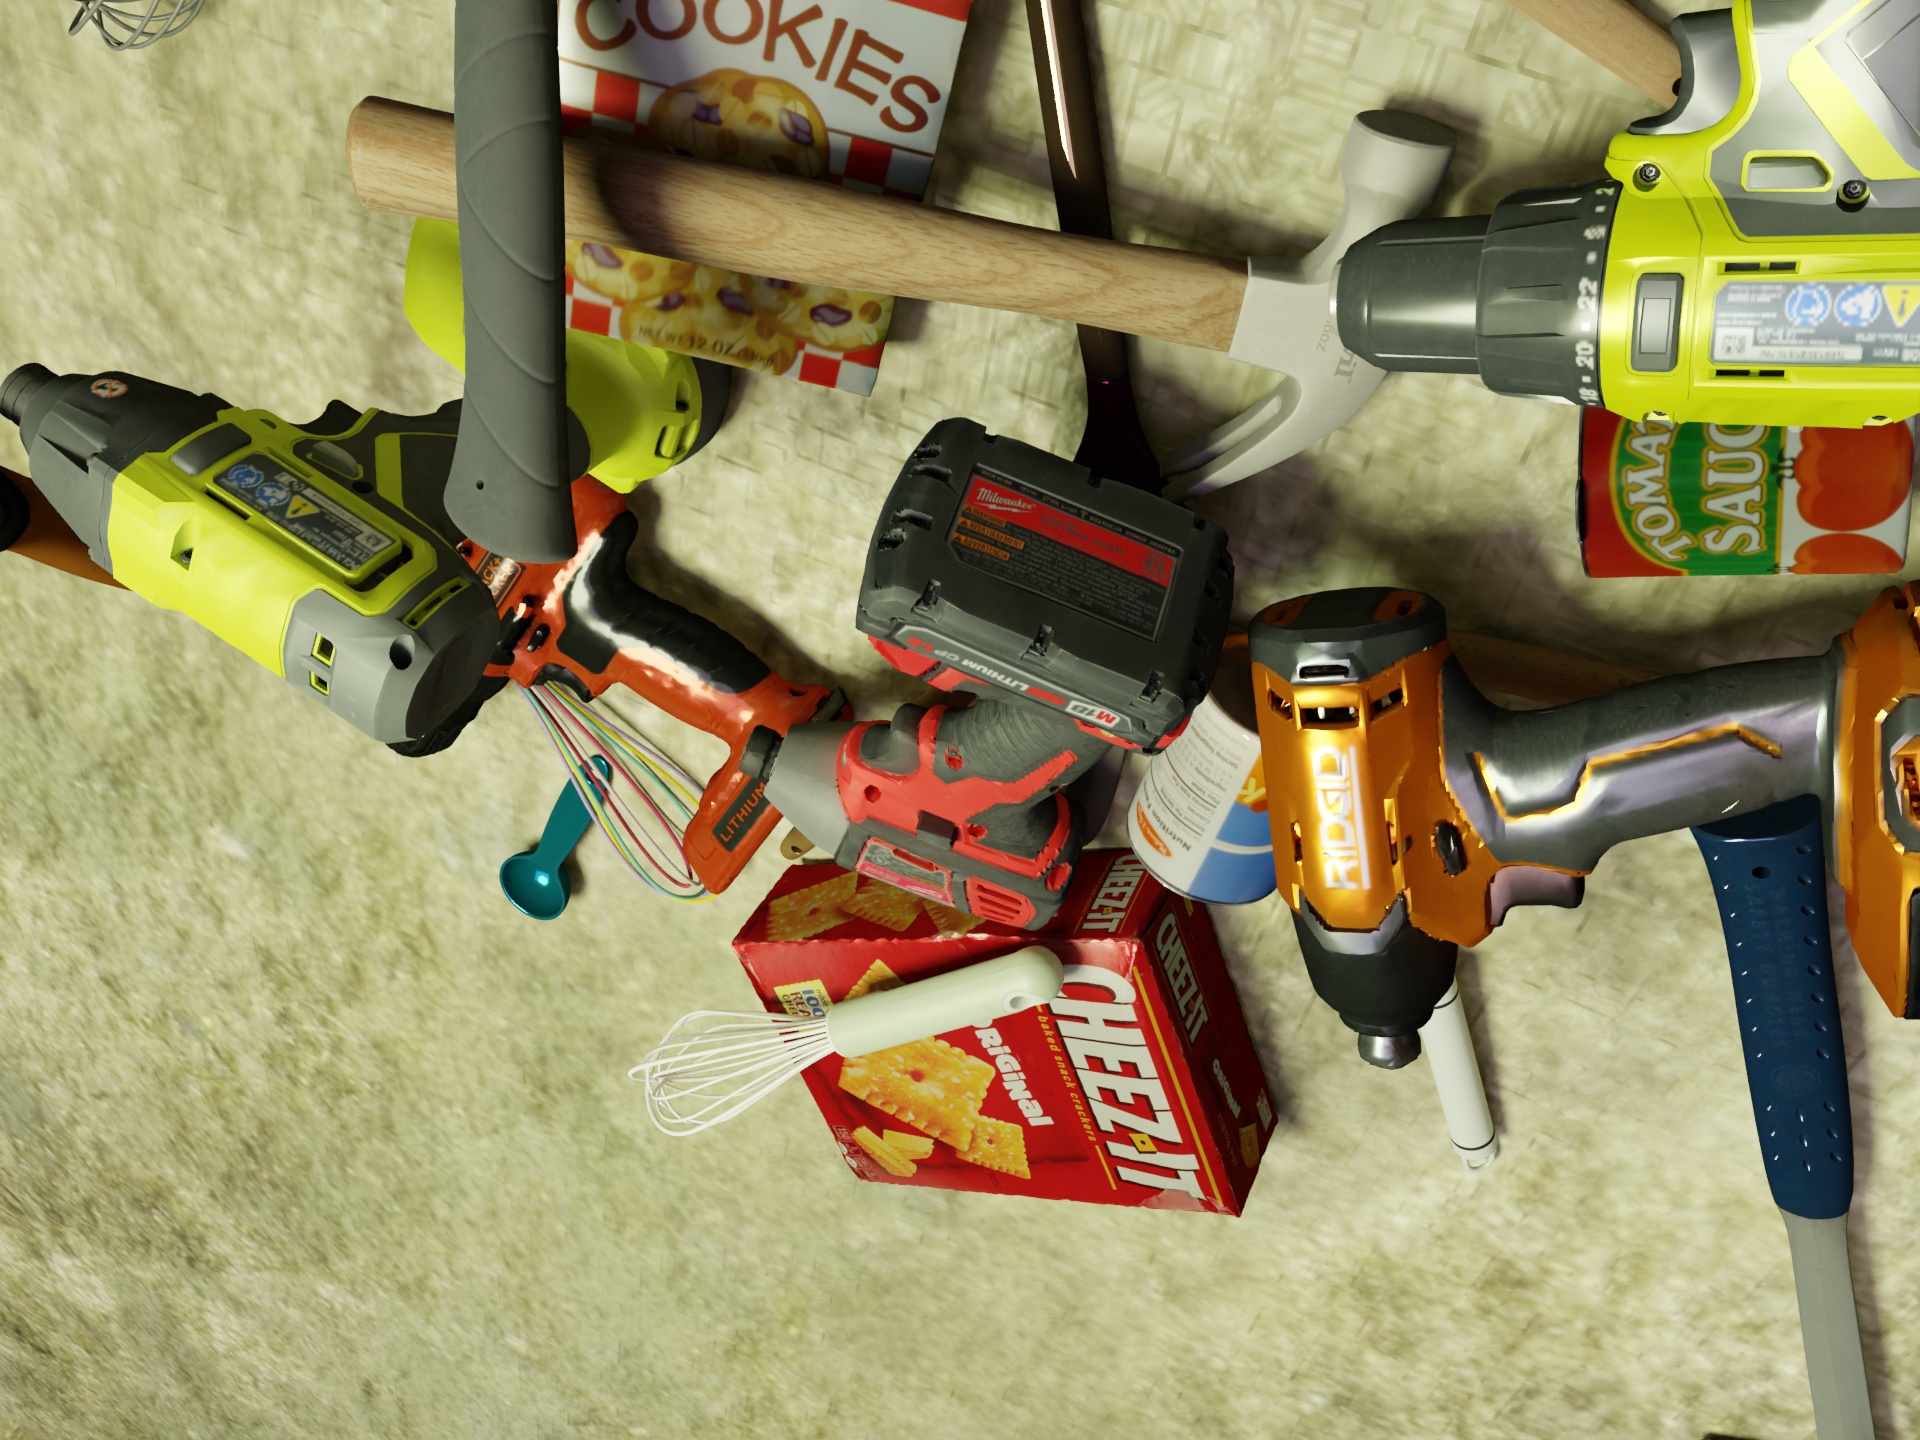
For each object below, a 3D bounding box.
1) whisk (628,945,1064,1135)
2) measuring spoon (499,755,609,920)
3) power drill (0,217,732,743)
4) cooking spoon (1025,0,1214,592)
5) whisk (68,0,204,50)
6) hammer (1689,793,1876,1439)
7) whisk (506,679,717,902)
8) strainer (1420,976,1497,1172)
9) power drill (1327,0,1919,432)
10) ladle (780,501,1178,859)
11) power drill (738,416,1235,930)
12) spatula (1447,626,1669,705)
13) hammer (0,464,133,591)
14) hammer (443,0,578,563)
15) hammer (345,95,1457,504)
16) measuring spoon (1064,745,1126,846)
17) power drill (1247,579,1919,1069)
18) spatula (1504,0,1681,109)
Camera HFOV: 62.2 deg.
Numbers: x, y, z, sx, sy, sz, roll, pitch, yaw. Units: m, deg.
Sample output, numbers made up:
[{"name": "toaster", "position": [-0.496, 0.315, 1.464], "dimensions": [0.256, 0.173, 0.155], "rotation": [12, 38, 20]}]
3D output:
[{"name": "whisk", "position": [-0.057, 0.138, 0.704], "dimensions": [0.246, 0.059, 0.057], "rotation": [-22, 144, 32]}, {"name": "measuring spoon", "position": [-0.209, 0.059, 0.849], "dimensions": [0.042, 0.021, 0.128], "rotation": [36, 125, 1]}, {"name": "power drill", "position": [-0.197, -0.108, 0.564], "dimensions": [0.171, 0.223, 0.080], "rotation": [33, 133, 3]}, {"name": "cooking spoon", "position": [0.047, -0.142, 0.541], "dimensions": [0.069, 0.017, 0.318], "rotation": [6, 127, 27]}, {"name": "whisk", "position": [-0.261, -0.319, 0.562], "dimensions": [0.239, 0.055, 0.055], "rotation": [-26, 109, 37]}, {"name": "hammer", "position": [0.342, 0.197, 0.625], "dimensions": [0.144, 0.035, 0.405], "rotation": [-4, 122, 32]}, {"name": "whisk", "position": [-0.201, -0.003, 0.775], "dimensions": [0.245, 0.051, 0.047], "rotation": [50, 138, -9]}, {"name": "strainer", "position": [0.185, 0.099, 0.636], "dimensions": [0.087, 0.050, 0.258], "rotation": [-27, 122, -6]}, {"name": "power drill", "position": [0.182, -0.181, 0.375], "dimensions": [0.191, 0.080, 0.228], "rotation": [8, 121, 29]}, {"name": "ladle", "position": [-0.007, -0.005, 0.661], "dimensions": [0.069, 0.031, 0.315], "rotation": [35, 140, -11]}, {"name": "power drill", "position": [-0.001, -0.002, 0.581], "dimensions": [0.143, 0.079, 0.219], "rotation": [22, 147, -4]}, {"name": "spatula", "position": [0.265, 0.005, 0.515], "dimensions": [0.317, 0.044, 0.082], "rotation": [15, 117, 21]}, {"name": "hammer", "position": [-0.316, -0.064, 0.649], "dimensions": [0.127, 0.034, 0.337], "rotation": [33, 177, 5]}, {"name": "hammer", "position": [-0.120, -0.247, 0.431], "dimensions": [0.149, 0.036, 0.409], "rotation": [10, 105, 29]}, {"name": "hammer", "position": [-0.026, -0.148, 0.502], "dimensions": [0.331, 0.031, 0.130], "rotation": [10, 129, 0]}, {"name": "measuring spoon", "position": [0.056, 0.019, 0.653], "dimensions": [0.034, 0.018, 0.124], "rotation": [24, 140, 10]}, {"name": "power drill", "position": [0.207, 0.038, 0.489], "dimensions": [0.226, 0.084, 0.164], "rotation": [-1, 108, 26]}, {"name": "spatula", "position": [0.077, -0.254, 0.433], "dimensions": [0.316, 0.018, 0.059], "rotation": [34, 129, 0]}]
